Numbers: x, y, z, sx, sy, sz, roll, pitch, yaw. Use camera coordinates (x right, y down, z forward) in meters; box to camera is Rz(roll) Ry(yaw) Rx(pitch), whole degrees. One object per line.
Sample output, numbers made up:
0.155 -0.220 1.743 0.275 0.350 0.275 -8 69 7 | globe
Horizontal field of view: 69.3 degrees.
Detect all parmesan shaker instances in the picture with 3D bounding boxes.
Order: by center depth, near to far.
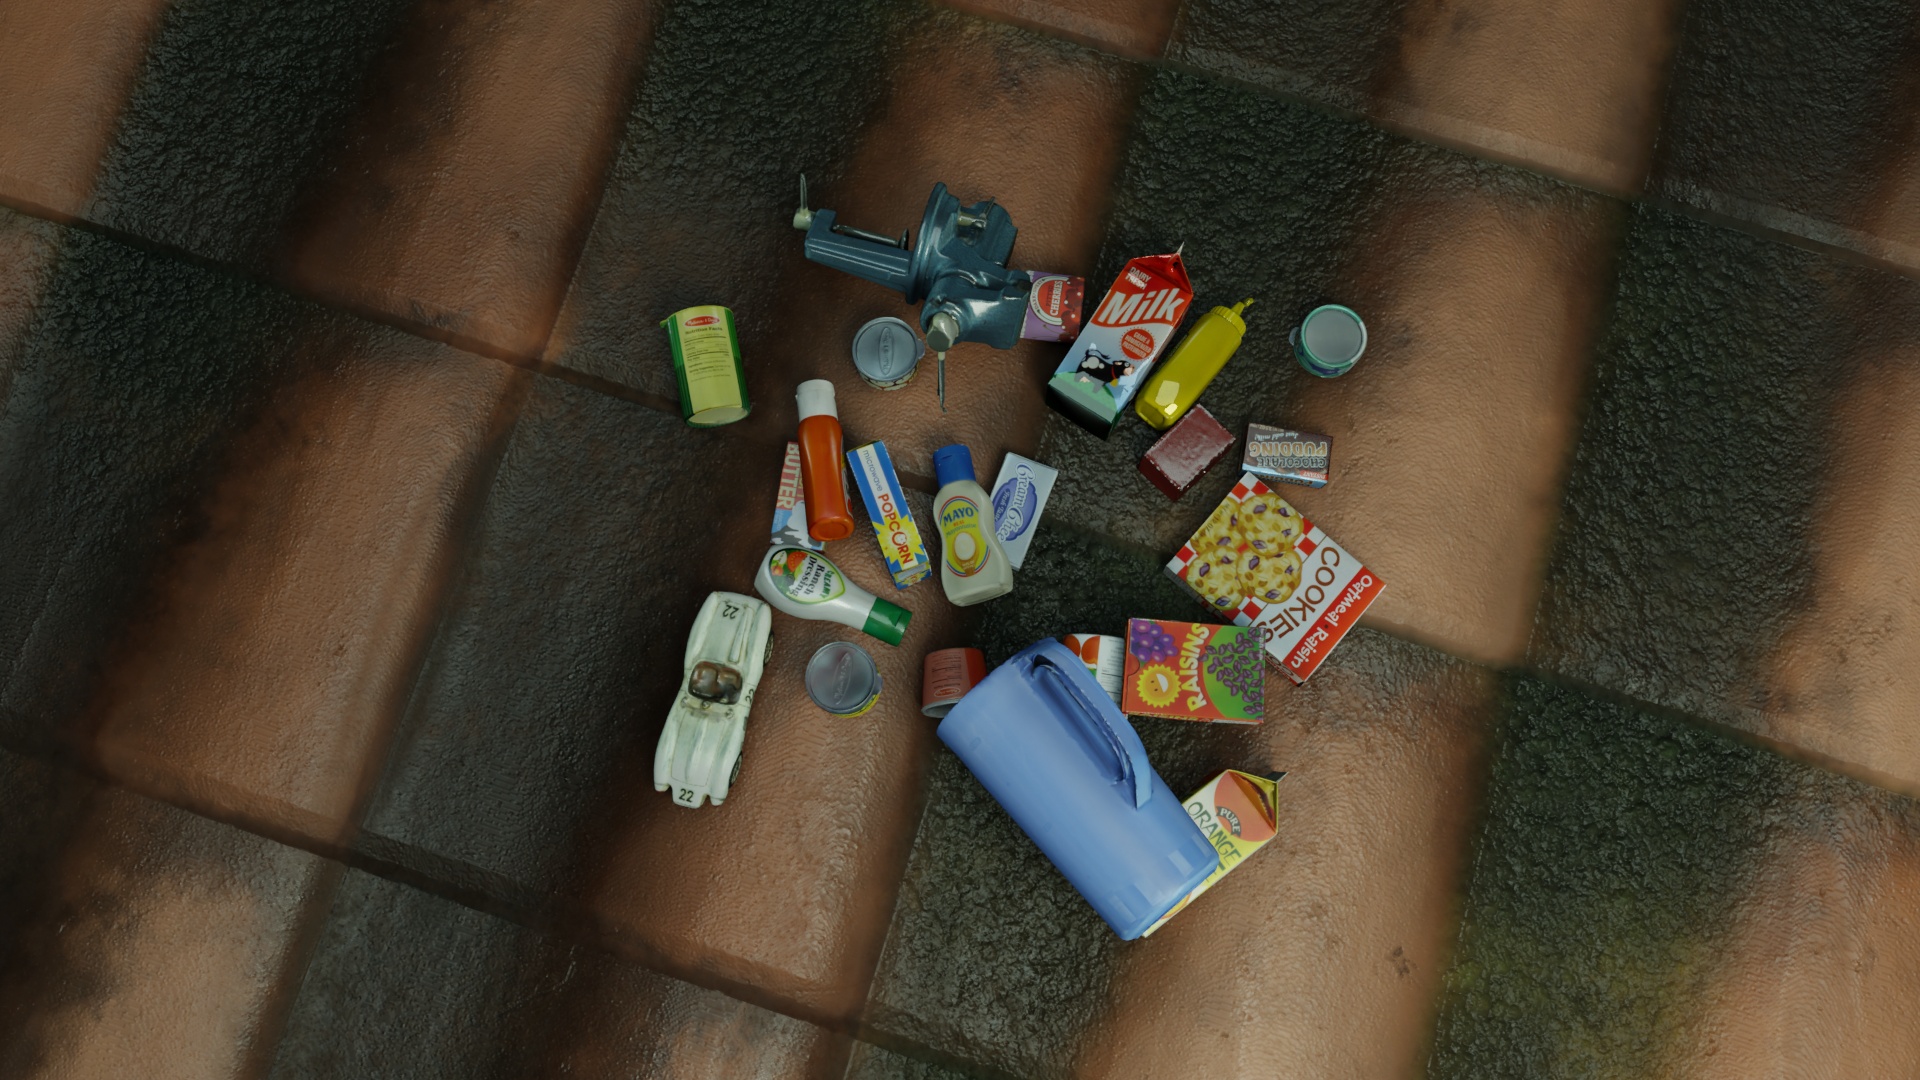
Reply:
-0.247 -0.167 1.346 0.071 0.071 0.103 -12 80 -1 | parmesan shaker

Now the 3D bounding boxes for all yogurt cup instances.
-0.004 0.131 1.285 0.072 0.072 0.054 -6 71 0 | yogurt cup

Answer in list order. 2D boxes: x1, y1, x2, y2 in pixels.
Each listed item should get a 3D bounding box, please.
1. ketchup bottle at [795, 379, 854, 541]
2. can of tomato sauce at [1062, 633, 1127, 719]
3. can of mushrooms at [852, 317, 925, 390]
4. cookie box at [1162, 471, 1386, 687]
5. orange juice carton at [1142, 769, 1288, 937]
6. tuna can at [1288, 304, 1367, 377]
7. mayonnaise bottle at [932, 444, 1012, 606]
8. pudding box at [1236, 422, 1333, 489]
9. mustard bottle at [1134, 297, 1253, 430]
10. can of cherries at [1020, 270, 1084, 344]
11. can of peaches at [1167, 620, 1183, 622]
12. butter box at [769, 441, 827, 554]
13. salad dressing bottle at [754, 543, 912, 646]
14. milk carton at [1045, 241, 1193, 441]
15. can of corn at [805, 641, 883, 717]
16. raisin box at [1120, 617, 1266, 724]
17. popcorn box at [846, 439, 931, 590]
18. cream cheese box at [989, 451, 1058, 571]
-0.130 -0.077 1.304 0.043 0.064 0.149 -6 71 -7 | ketchup bottle
0.122 0.132 1.282 0.071 0.071 0.083 6 79 2 | can of tomato sauce
-0.070 -0.182 1.363 0.071 0.033 0.071 0 78 1 | can of mushrooms
0.295 0.036 1.310 0.167 0.040 0.123 41 82 9 | cookie box
0.214 0.267 1.249 0.193 0.071 0.073 -37 81 -6 | orange juice carton
0.359 -0.196 1.358 0.071 0.032 0.071 0 79 0 | tuna can
0.005 -0.016 1.301 0.064 0.041 0.148 -18 70 17 | mayonnaise bottle
0.312 -0.081 1.338 0.084 0.030 0.050 10 80 3 | pudding box
0.232 -0.179 1.344 0.049 0.065 0.160 39 76 2 | mustard bottle
0.089 -0.227 1.349 0.058 0.071 0.071 7 79 2 | can of cherries
0.196 0.110 1.288 0.071 0.058 0.071 0 78 1 | can of peaches
-0.149 -0.041 1.341 0.053 0.024 0.103 8 79 2 | butter box
-0.119 0.054 1.306 0.148 0.043 0.064 25 61 -2 | salad dressing bottle
0.163 -0.199 1.342 0.073 0.072 0.191 32 81 7 | milk carton
-0.105 0.131 1.288 0.071 0.058 0.071 0 79 1 | can of corn
0.206 0.117 1.235 0.123 0.040 0.086 4 80 3 | raisin box
-0.066 -0.024 1.305 0.038 0.085 0.127 -20 79 -4 | popcorn box
0.051 -0.028 1.334 0.053 0.024 0.104 21 80 5 | cream cheese box
